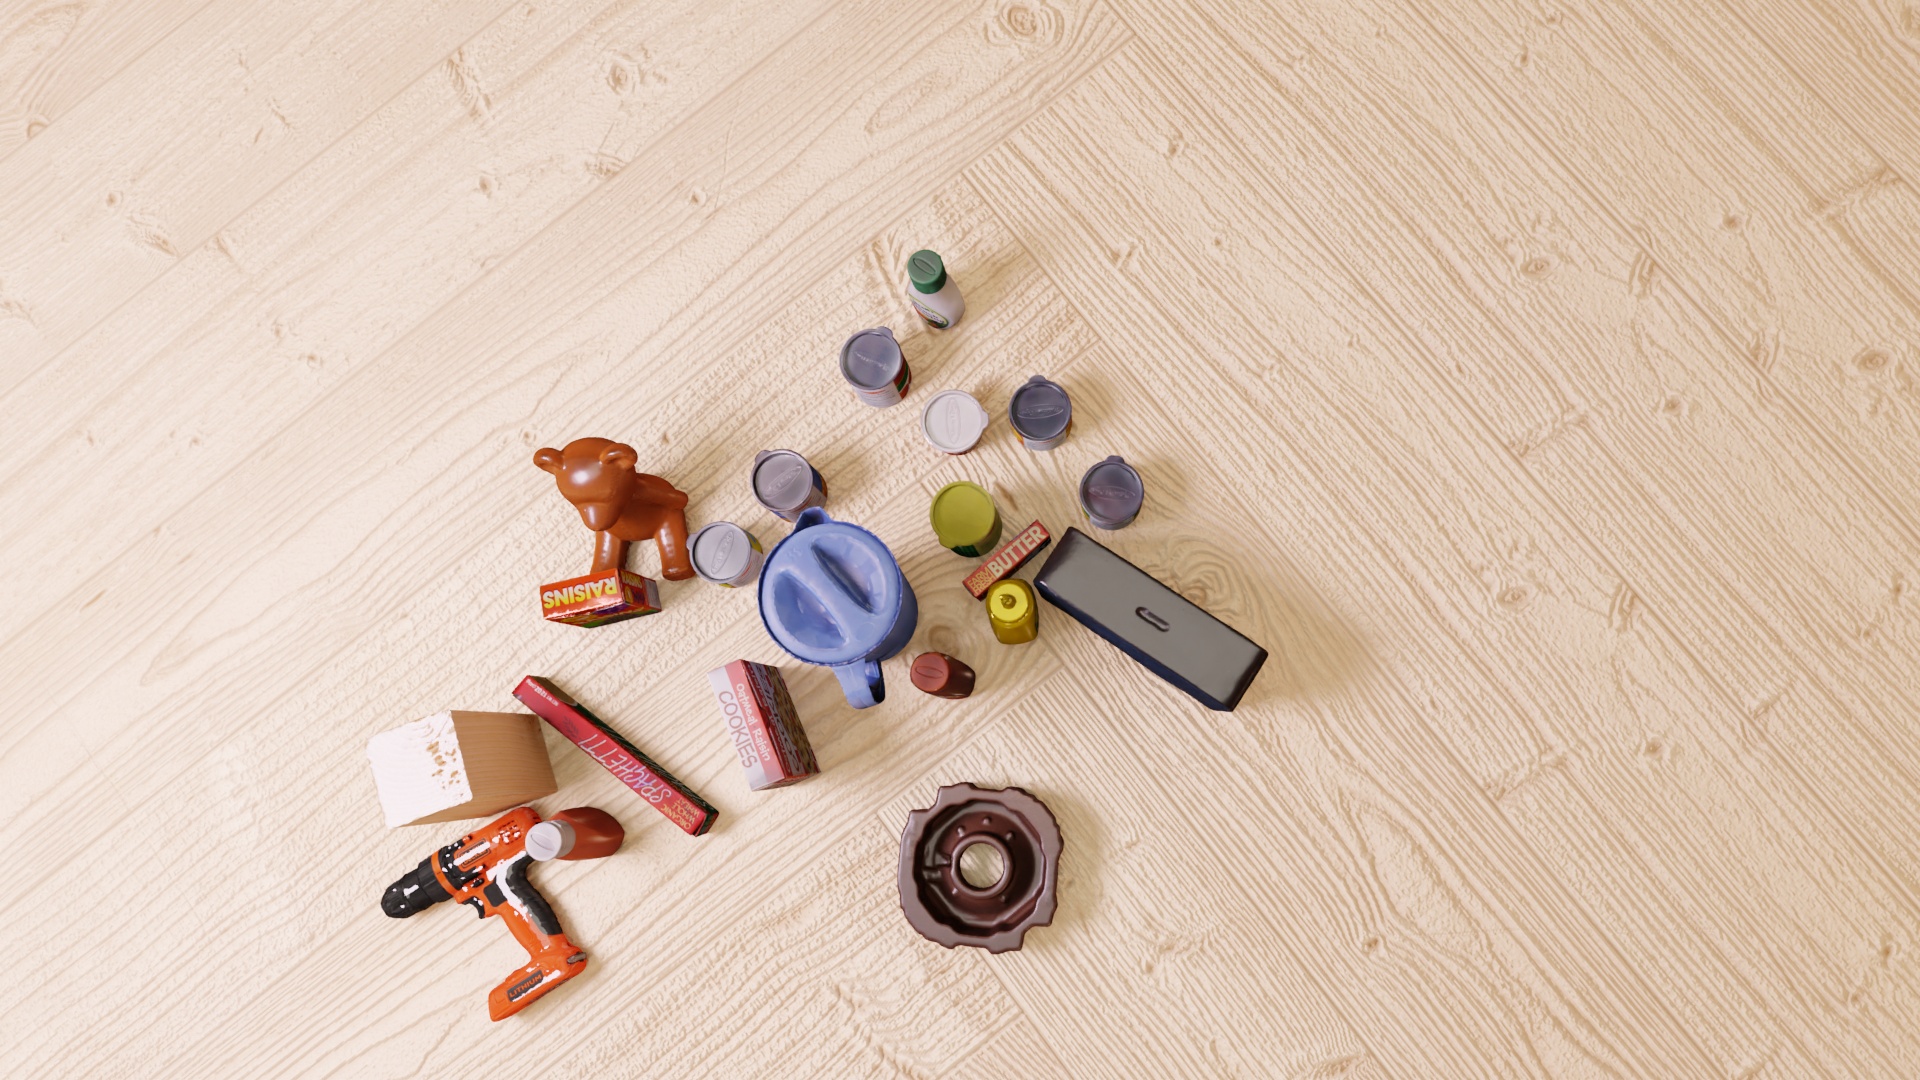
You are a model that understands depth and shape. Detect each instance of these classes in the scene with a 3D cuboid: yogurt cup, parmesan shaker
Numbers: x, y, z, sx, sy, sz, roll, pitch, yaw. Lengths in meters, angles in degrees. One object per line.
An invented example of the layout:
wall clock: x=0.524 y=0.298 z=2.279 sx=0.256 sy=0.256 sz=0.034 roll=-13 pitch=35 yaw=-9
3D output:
yogurt cup: x=-0.006 y=-0.122 z=1.475 sx=0.072 sy=0.054 sz=0.072 roll=-1 pitch=81 yaw=5
parmesan shaker: x=0.005 y=-0.018 z=1.433 sx=0.071 sy=0.103 sz=0.071 roll=-1 pitch=82 yaw=5

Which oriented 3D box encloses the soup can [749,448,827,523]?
soup can: x=-0.181 y=-0.058 z=1.467 sx=0.071 sy=0.083 sz=0.071 roll=-1 pitch=82 yaw=5

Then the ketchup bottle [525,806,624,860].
ketchup bottle: x=-0.391 y=0.297 z=1.398 sx=0.065 sy=0.148 sz=0.043 roll=27 pitch=85 yaw=9

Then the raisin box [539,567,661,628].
raisin box: x=-0.373 y=0.062 z=1.446 sx=0.086 sy=0.123 sz=0.040 roll=-12 pitch=81 yaw=4

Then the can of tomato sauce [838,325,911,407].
can of tomato sauce: x=-0.089 y=-0.184 z=1.478 sx=0.071 sy=0.083 sz=0.071 roll=-1 pitch=82 yaw=5

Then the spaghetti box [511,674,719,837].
spaghetti box: x=-0.361 y=0.225 z=1.457 sx=0.250 sy=0.050 sz=0.029 roll=35 pitch=86 yaw=9

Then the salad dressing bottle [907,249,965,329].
salad dressing bottle: x=-0.029 y=-0.263 z=1.452 sx=0.064 sy=0.147 sz=0.044 roll=36 pitch=87 yaw=9

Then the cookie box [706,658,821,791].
cookie box: x=-0.193 y=0.184 z=1.388 sx=0.040 sy=0.167 sz=0.123 roll=-24 pitch=80 yaw=2

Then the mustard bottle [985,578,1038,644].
mustard bottle: x=0.052 y=0.068 z=1.387 sx=0.049 sy=0.160 sz=0.065 roll=-8 pitch=81 yaw=4

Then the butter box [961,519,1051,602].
butter box: x=0.049 y=0.022 z=1.448 sx=0.103 sy=0.053 sz=0.024 roll=-40 pitch=80 yaw=-1

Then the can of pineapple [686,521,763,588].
can of pineapple: x=-0.249 y=0.015 z=1.475 sx=0.071 sy=0.058 sz=0.071 roll=-1 pitch=81 yaw=5

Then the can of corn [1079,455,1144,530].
can of corn: x=0.157 y=-0.049 z=1.447 sx=0.071 sy=0.058 sz=0.071 roll=-1 pitch=81 yaw=5

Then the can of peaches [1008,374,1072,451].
can of peaches: x=0.085 y=-0.134 z=1.467 sx=0.071 sy=0.058 sz=0.071 roll=-1 pitch=81 yaw=5

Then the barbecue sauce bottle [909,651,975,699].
barbecue sauce bottle: x=-0.022 y=0.134 z=1.389 sx=0.065 sy=0.148 sz=0.043 roll=13 pitch=83 yaw=7
